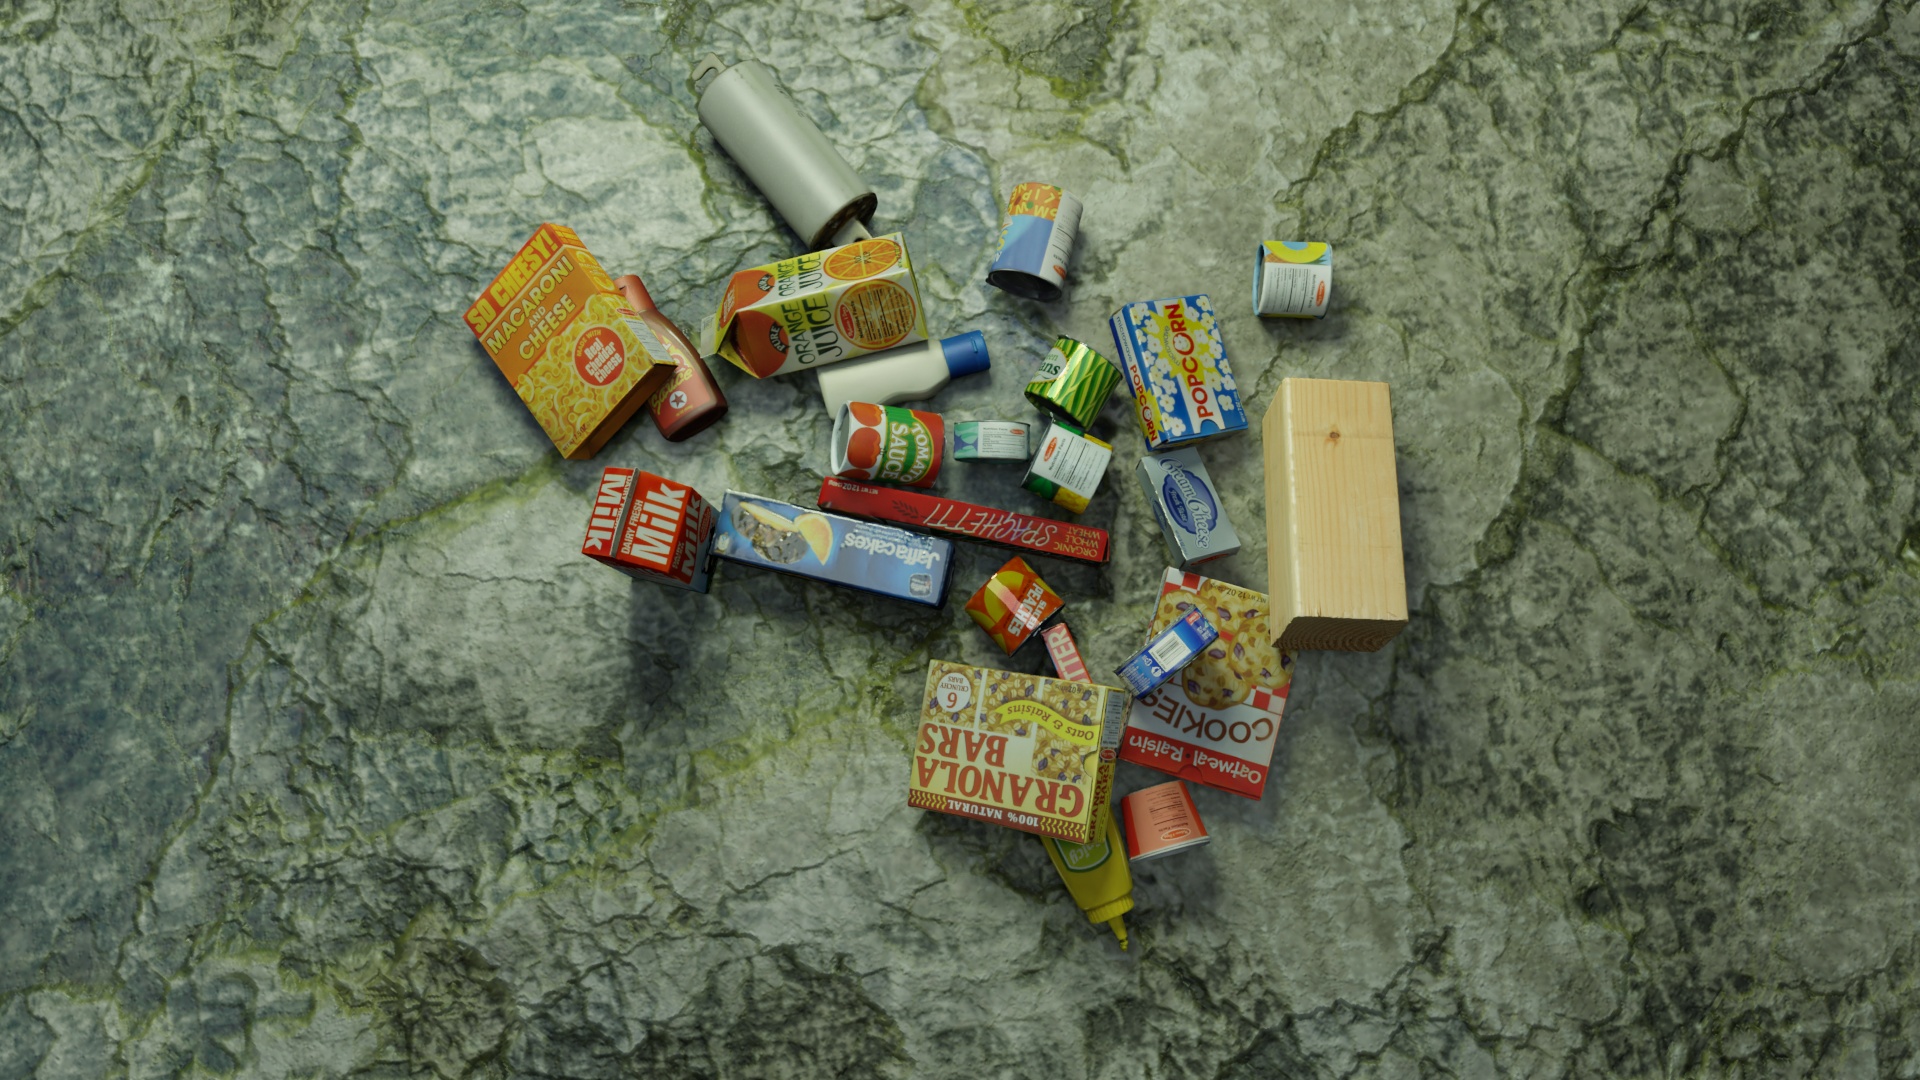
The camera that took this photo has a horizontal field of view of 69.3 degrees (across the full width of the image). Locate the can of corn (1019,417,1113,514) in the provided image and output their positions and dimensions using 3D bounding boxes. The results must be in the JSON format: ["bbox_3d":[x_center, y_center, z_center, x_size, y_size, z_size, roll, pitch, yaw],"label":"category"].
[{"bbox_3d":[0.090,-0.063,1.185,0.058,0.071,0.071,25,83,-1],"label":"can of corn"}]

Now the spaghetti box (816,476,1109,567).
[{"bbox_3d":[0.004,-0.015,1.188,0.250,0.050,0.029,11,83,3],"label":"spaghetti box"}]

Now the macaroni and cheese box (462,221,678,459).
[{"bbox_3d":[-0.340,-0.172,1.206,0.123,0.040,0.166,-42,78,17],"label":"macaroni and cheese box"}]

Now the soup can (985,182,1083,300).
[{"bbox_3d":[0.064,-0.262,1.218,0.071,0.071,0.084,14,81,4],"label":"soup can"}]

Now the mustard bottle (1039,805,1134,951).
[{"bbox_3d":[0.107,0.260,1.142,0.065,0.049,0.160,-24,81,4],"label":"mustard bottle"}]

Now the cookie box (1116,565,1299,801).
[{"bbox_3d":[0.210,0.119,1.165,0.123,0.040,0.167,16,82,4],"label":"cookie box"}]

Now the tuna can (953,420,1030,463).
[{"bbox_3d":[0.026,-0.084,1.192,0.071,0.071,0.033,2,89,2],"label":"tuna can"}]

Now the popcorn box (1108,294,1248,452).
[{"bbox_3d":[0.187,-0.145,1.193,0.085,0.038,0.127,-11,79,-26],"label":"popcorn box"}]

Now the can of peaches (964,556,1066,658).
[{"bbox_3d":[0.046,0.055,1.165,0.071,0.071,0.058,-43,81,-5],"label":"can of peaches"}]

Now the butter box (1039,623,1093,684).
[{"bbox_3d":[0.097,0.120,1.162,0.024,0.053,0.103,-24,81,0],"label":"butter box"}]

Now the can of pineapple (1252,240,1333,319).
[{"bbox_3d":[0.287,-0.227,1.207,0.058,0.071,0.071,3,81,2],"label":"can of pineapple"}]

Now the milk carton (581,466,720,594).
[{"bbox_3d":[-0.249,-0.008,1.124,0.073,0.190,0.072,13,82,3],"label":"milk carton"}]

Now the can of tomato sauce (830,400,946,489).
[{"bbox_3d":[-0.062,-0.081,1.178,0.083,0.071,0.071,7,81,-18],"label":"can of tomato sauce"}]

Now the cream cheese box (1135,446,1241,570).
[{"bbox_3d":[0.193,-0.028,1.179,0.053,0.024,0.104,-14,64,-14],"label":"cream cheese box"}]

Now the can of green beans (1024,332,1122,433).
[{"bbox_3d":[0.097,-0.134,1.196,0.071,0.071,0.058,33,84,6],"label":"can of green beans"}]

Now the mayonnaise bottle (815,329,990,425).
[{"bbox_3d":[-0.049,-0.147,1.216,0.148,0.041,0.065,-16,82,-2],"label":"mayonnaise bottle"}]

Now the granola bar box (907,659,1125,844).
[{"bbox_3d":[0.043,0.169,1.126,0.165,0.039,0.124,5,83,30],"label":"granola bar box"}]

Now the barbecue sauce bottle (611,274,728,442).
[{"bbox_3d":[-0.265,-0.163,1.223,0.065,0.043,0.148,-31,81,6],"label":"barbecue sauce bottle"}]

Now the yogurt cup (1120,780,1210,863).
[{"bbox_3d":[0.165,0.230,1.139,0.072,0.072,0.054,-15,73,0],"label":"yogurt cup"}]

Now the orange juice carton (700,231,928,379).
[{"bbox_3d":[-0.131,-0.197,1.195,0.193,0.072,0.072,-14,39,2],"label":"orange juice carton"}]
